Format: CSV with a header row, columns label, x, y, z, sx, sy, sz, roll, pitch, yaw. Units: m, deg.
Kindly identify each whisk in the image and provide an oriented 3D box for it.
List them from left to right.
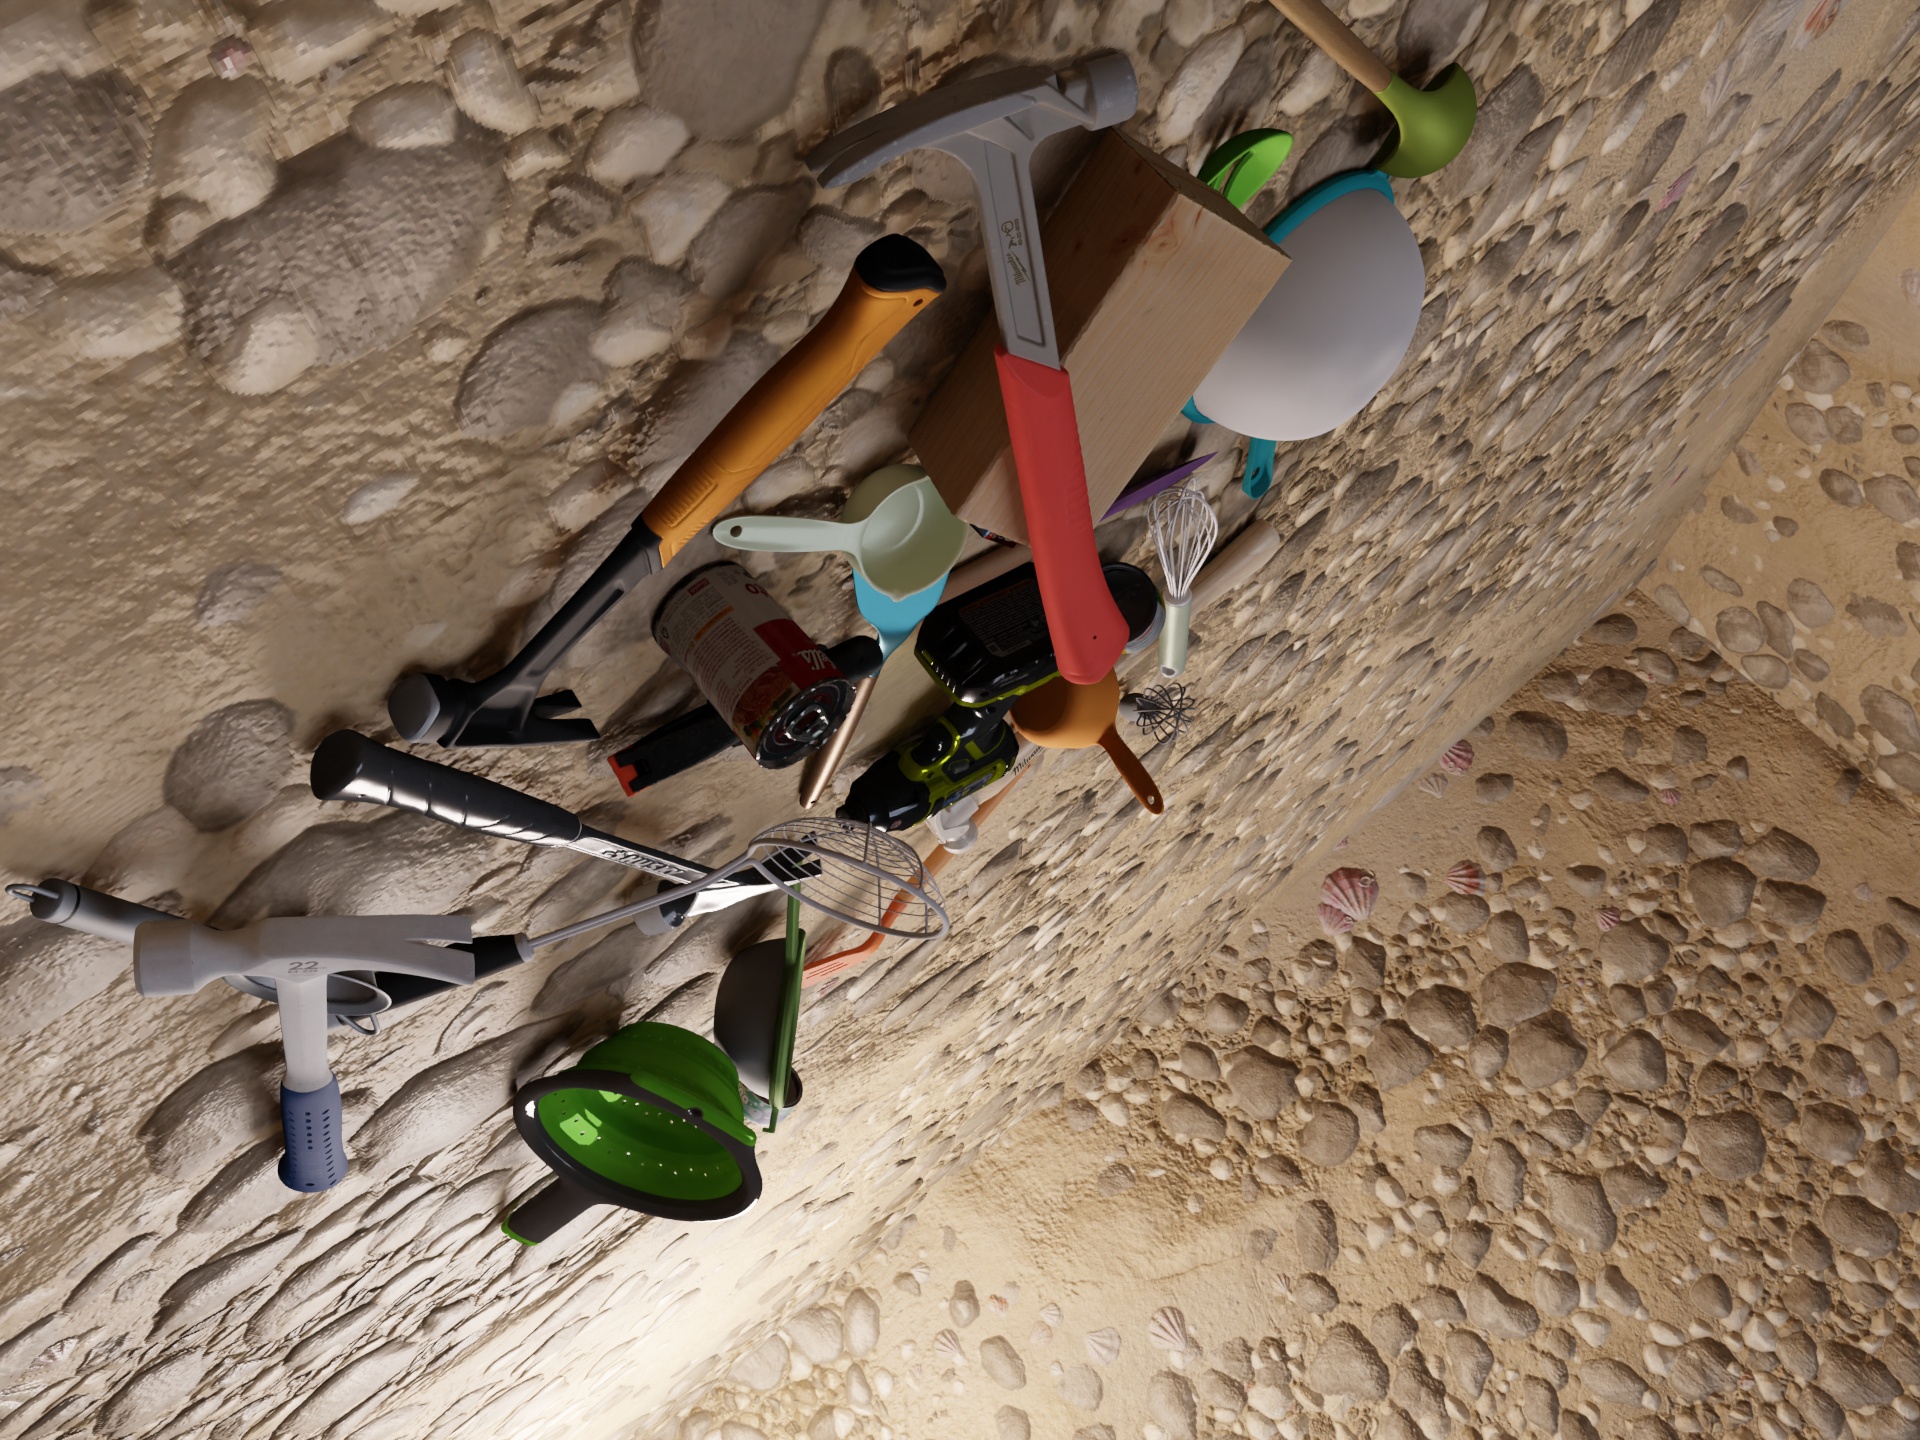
label,x,y,z,sx,sy,sz,roll,pitch,yaw
whisk,0.173,-0.008,1.454,0.055,0.055,0.239,-43,-177,-1
whisk,0.180,-0.110,1.319,0.246,0.058,0.059,83,29,-57

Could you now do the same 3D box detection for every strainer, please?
label,x,y,z,sx,sy,sz,roll,pitch,yaw
strainer,-0.366,0.112,0.792,0.087,0.050,0.258,-4,159,16
strainer,-0.166,0.202,1.301,0.152,0.069,0.256,-87,-177,-57
strainer,0.263,-0.244,1.184,0.211,0.095,0.340,-38,158,-14

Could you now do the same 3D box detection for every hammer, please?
label,x,y,z,sx,sy,sz,roll,pitch,yaw
hammer,-0.354,0.194,0.877,0.144,0.035,0.405,-1,151,-21
hammer,-0.221,0.067,0.926,0.149,0.036,0.408,-18,160,16
hammer,-0.128,-0.098,0.758,0.337,0.034,0.127,-41,161,22
hammer,0.033,-0.150,0.816,0.149,0.037,0.358,-21,136,-7
hammer,0.126,-0.043,1.411,0.410,0.038,0.146,-41,158,-7

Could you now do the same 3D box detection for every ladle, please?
label,x,y,z,sx,sy,sz,roll,pitch,yaw
ladle,0.226,-0.390,0.929,0.320,0.062,0.078,2,131,-54

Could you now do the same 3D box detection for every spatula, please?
label,x,y,z,sx,sy,sz,roll,pitch,yaw
spatula,-0.071,-0.031,1.078,0.082,0.044,0.317,-12,153,-28
spatula,-0.045,0.143,1.478,0.322,0.041,0.081,-48,160,2
spatula,0.075,-0.138,1.147,0.316,0.018,0.060,-29,-179,-31

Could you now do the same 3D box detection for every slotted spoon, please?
label,x,y,z,sx,sy,sz,roll,pitch,yaw
slotted spoon,0.115,-0.243,1.013,0.070,0.031,0.313,-24,154,-43

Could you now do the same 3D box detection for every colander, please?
label,x,y,z,sx,sy,sz,roll,pitch,yaw
colander,-0.286,0.345,1.319,0.397,0.204,0.095,-41,-159,43

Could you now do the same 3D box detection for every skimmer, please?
label,x,y,z,sx,sy,sz,roll,pitch,yaw
skimmer,-0.190,0.139,0.935,0.363,0.090,0.127,-18,157,-8

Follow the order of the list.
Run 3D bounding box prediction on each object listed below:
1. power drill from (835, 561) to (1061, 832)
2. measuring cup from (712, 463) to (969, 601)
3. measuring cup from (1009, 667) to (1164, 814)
label,x,y,z,sx,sy,sz,roll,pitch,yaw
power drill,-0.002,-0.004,1.195,0.171,0.080,0.223,-27,157,-38
measuring cup,-0.073,-0.113,0.914,0.167,0.038,0.083,-3,122,-35
measuring cup,0.100,0.010,1.270,0.052,0.174,0.095,3,134,-46
